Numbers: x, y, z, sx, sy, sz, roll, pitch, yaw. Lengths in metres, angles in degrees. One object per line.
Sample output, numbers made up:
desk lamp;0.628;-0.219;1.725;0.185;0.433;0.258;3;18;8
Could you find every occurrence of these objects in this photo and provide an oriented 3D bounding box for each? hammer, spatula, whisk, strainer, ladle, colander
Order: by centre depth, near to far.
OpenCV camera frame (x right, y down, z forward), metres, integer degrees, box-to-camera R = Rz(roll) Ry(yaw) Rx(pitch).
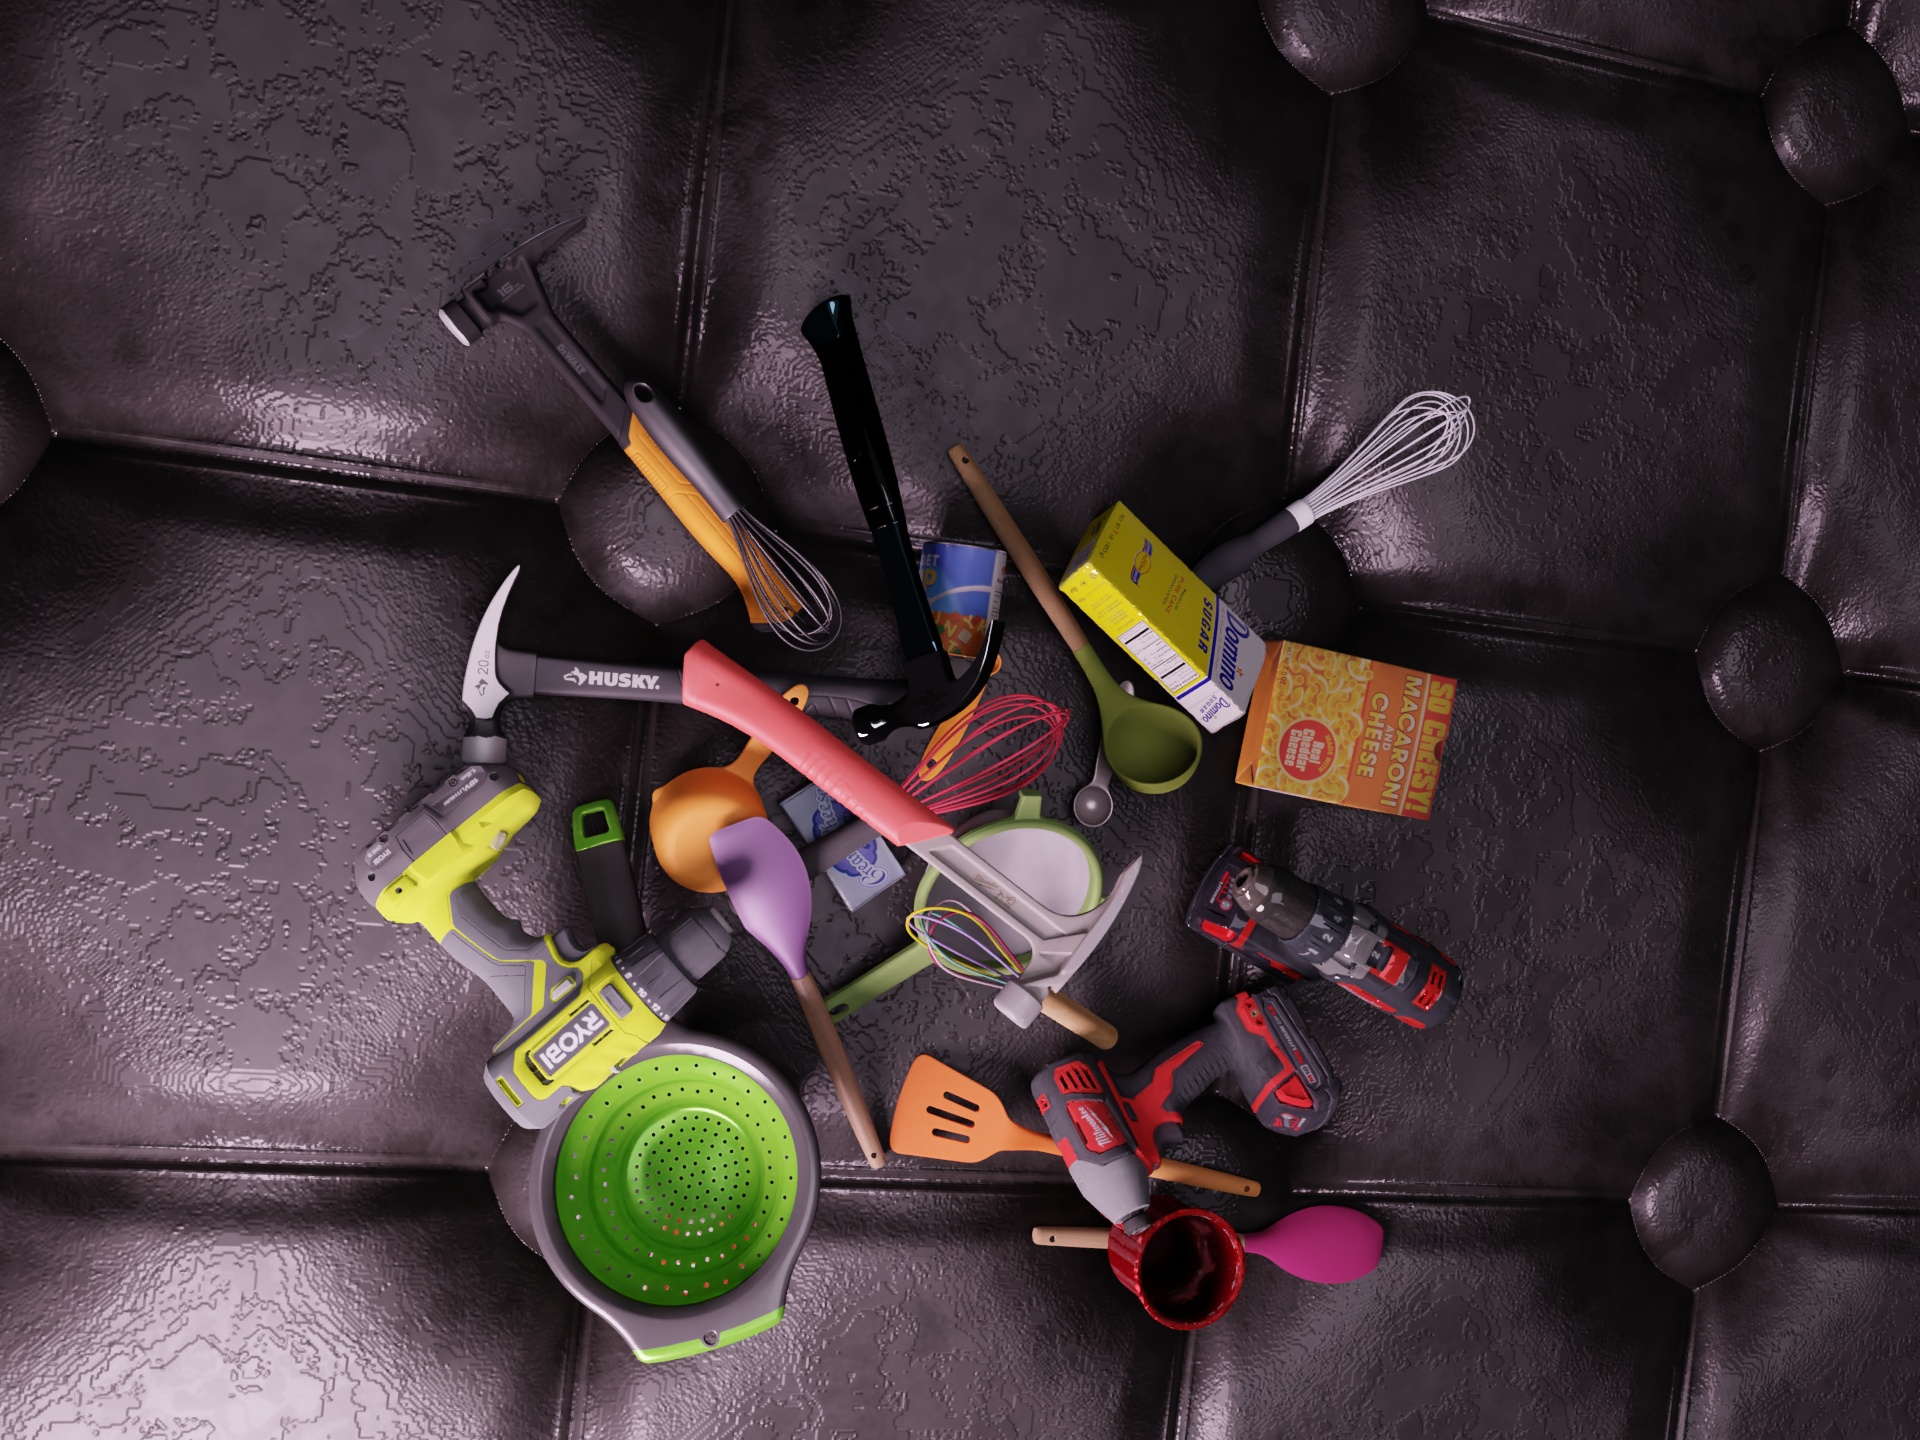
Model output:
hammer;-0.048;0.054;1.144;0.359;0.036;0.149;38;81;3
whisk;-0.168;-0.150;1.158;0.055;0.055;0.239;-39;97;-10
colander;-0.223;0.255;1.175;0.204;0.094;0.397;-15;76;-5
hammer;-0.224;-0.206;1.179;0.127;0.034;0.336;-41;102;-8
hammer;-0.059;-0.157;1.189;0.128;0.033;0.331;-17;84;16
hammer;-0.197;-0.031;1.194;0.334;0.035;0.146;4;92;-15
whisk;-0.045;0.065;1.199;0.296;0.073;0.073;-31;100;-5
spatula;-0.110;0.212;1.200;0.060;0.018;0.315;-19;111;-3
whisk;0.047;0.200;1.226;0.047;0.051;0.244;-47;126;7
strainer;-0.013;0.150;1.243;0.256;0.069;0.151;-33;125;7
ladle;0.085;-0.082;1.248;0.078;0.062;0.320;-34;96;-17
spatula;0.102;0.349;1.298;0.322;0.041;0.081;18;87;-19
whisk;0.305;-0.185;1.310;0.284;0.070;0.070;-33;100;-6

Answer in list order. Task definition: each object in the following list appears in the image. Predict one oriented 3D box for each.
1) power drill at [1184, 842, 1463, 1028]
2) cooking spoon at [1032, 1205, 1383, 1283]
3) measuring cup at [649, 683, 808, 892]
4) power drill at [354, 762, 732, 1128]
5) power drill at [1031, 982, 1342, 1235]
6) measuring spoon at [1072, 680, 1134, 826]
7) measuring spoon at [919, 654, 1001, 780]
power drill;0.255;0.154;1.221;0.187;0.227;0.080;31;85;-14
cooking spoon;0.212;0.437;1.332;0.318;0.017;0.069;7;94;-15
measuring cup;-0.161;0.051;1.176;0.095;0.052;0.173;32;100;-23
power drill;-0.291;0.142;1.116;0.190;0.080;0.228;-41;81;-9
power drill;0.180;0.306;1.255;0.219;0.078;0.143;-18;60;-16
measuring spoon;0.117;0.027;1.292;0.034;0.018;0.124;20;81;-18
measuring spoon;-0.002;-0.004;1.260;0.021;0.011;0.117;30;89;-14
